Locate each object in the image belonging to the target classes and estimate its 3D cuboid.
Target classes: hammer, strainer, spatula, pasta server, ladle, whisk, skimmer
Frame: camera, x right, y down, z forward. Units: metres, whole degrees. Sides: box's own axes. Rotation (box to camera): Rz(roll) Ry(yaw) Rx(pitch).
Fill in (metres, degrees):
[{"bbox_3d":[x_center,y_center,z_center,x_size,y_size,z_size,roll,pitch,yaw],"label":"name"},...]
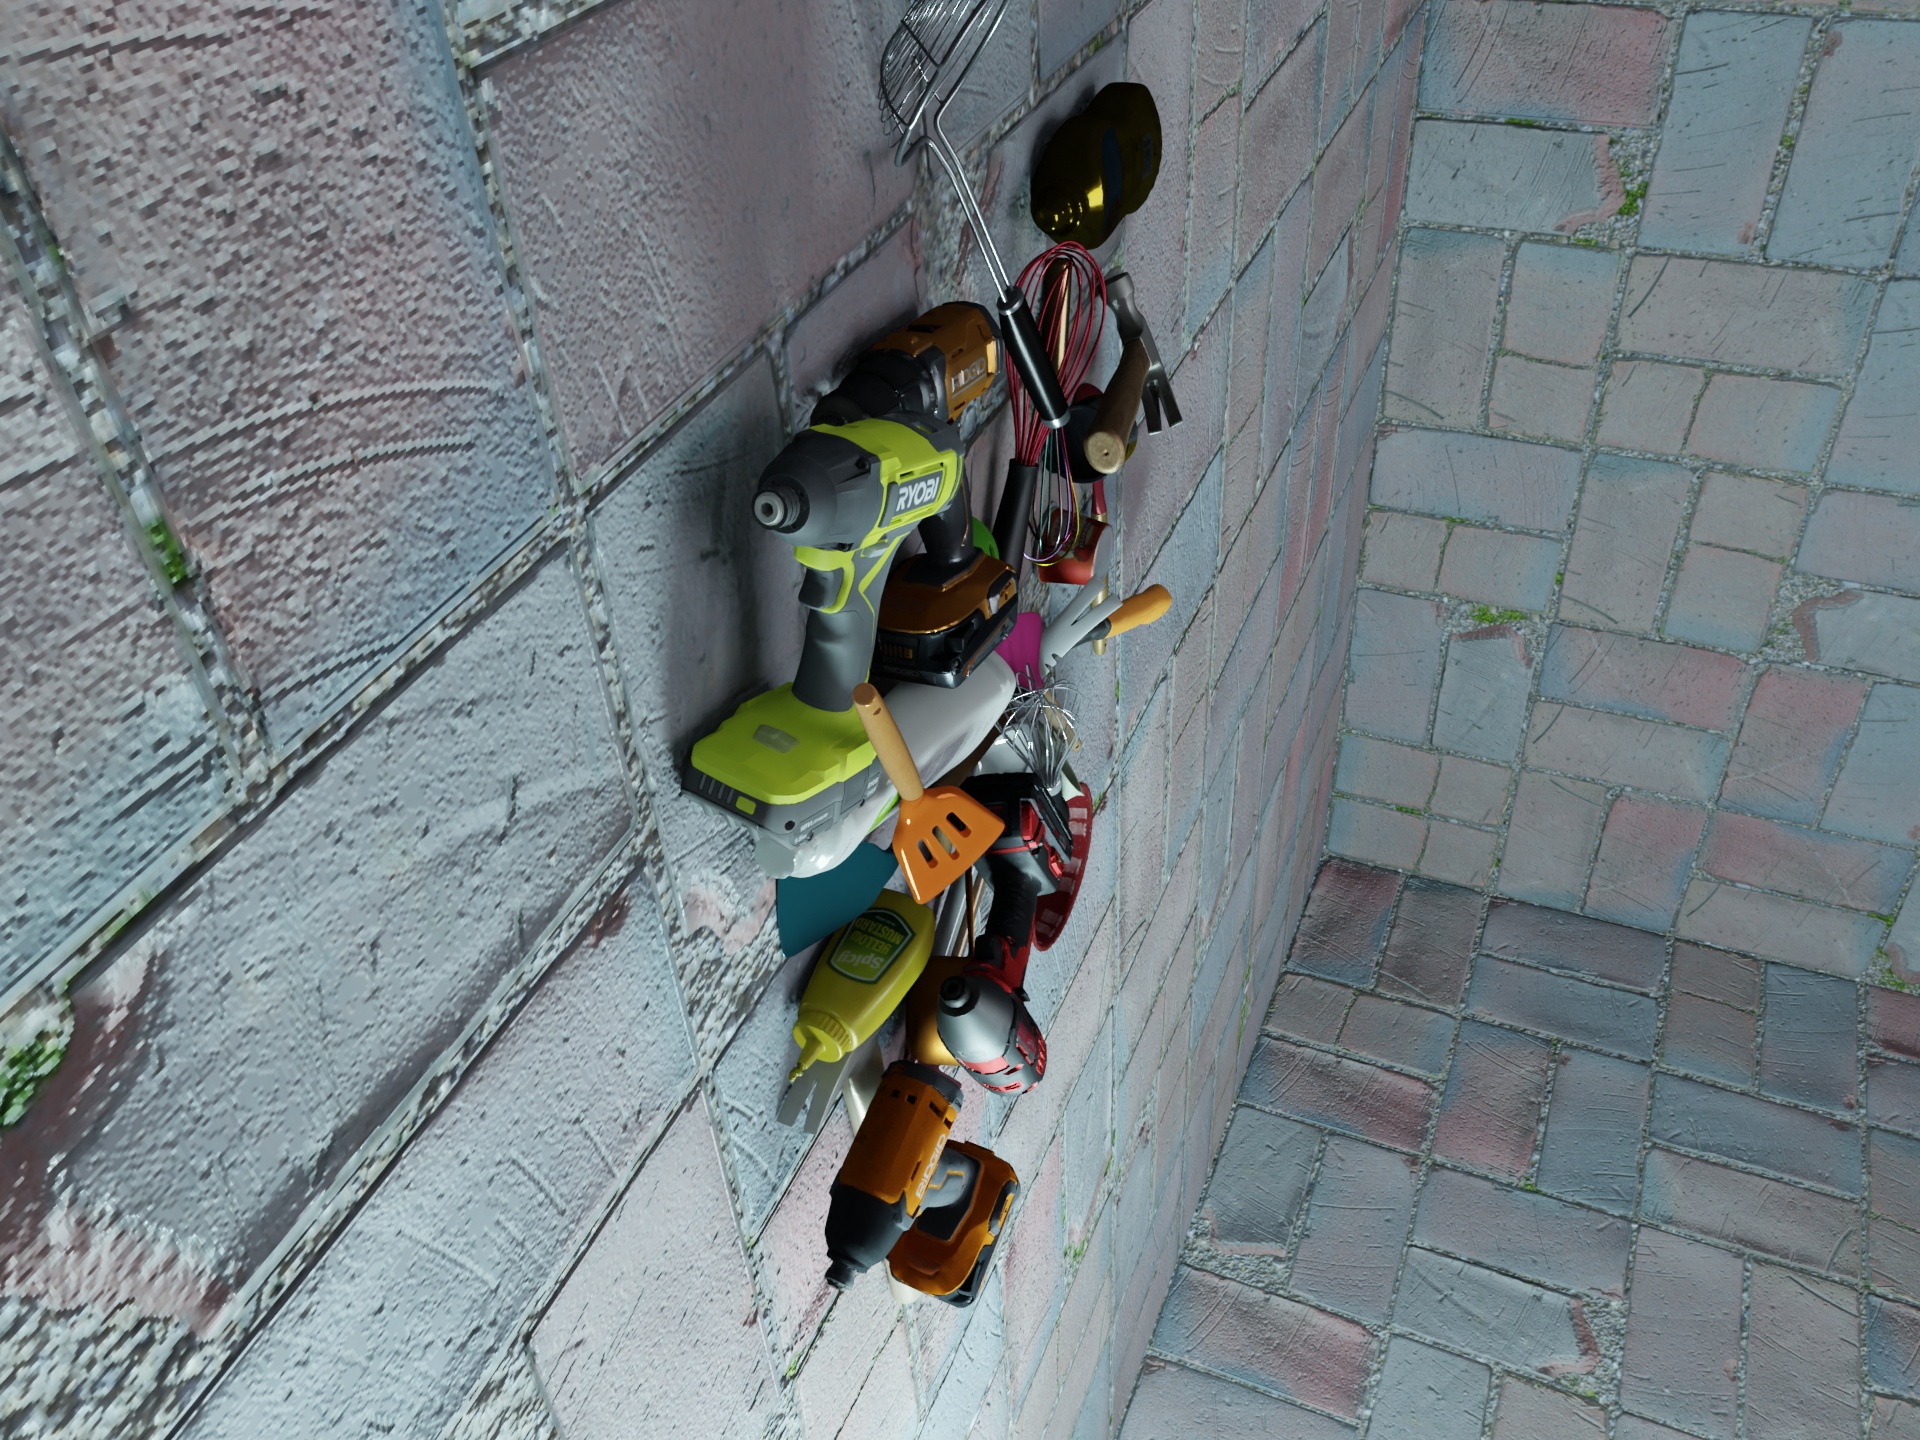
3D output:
[{"bbox_3d":[0.141,-0.096,1.466,0.127,0.034,0.337,-47,172,24],"label":"hammer"},{"bbox_3d":[0.010,0.101,1.318,0.086,0.050,0.258,12,97,-53],"label":"strainer"},{"bbox_3d":[-0.035,0.058,1.153,0.317,0.044,0.082,-48,145,-53],"label":"spatula"},{"bbox_3d":[0.005,0.188,1.361,0.040,0.060,0.316,26,70,-25],"label":"pasta server"},{"bbox_3d":[-0.068,0.369,1.276,0.410,0.038,0.146,83,29,-44],"label":"hammer"},{"bbox_3d":[0.128,-0.177,1.490,0.315,0.031,0.069,84,28,-46],"label":"ladle"},{"bbox_3d":[-0.026,0.040,0.940,0.081,0.041,0.322,-42,163,-8],"label":"spatula"},{"bbox_3d":[0.076,-0.245,1.279,0.051,0.047,0.245,-33,129,-61],"label":"whisk"},{"bbox_3d":[0.131,-0.258,1.254,0.130,0.031,0.331,63,21,-20],"label":"hammer"},{"bbox_3d":[0.068,0.035,1.272,0.284,0.070,0.070,77,31,-65],"label":"whisk"},{"bbox_3d":[0.037,-0.306,1.011,0.127,0.090,0.362,-59,147,-19],"label":"skimmer"},{"bbox_3d":[0.052,-0.216,1.213,0.073,0.073,0.295,-35,140,-62],"label":"whisk"}]

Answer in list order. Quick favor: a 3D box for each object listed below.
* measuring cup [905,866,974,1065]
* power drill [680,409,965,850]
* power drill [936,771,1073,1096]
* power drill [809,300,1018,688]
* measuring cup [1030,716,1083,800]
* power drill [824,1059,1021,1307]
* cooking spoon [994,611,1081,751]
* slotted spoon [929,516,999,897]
[{"bbox_3d":[-0.016,0.190,1.276,0.095,0.052,0.174,148,-58,-81],"label":"measuring cup"},{"bbox_3d":[-0.078,-0.051,0.864,0.171,0.080,0.223,-33,143,-60],"label":"power drill"},{"bbox_3d":[0.026,0.155,1.190,0.143,0.078,0.220,57,33,-50],"label":"power drill"},{"bbox_3d":[-0.029,-0.135,1.012,0.185,0.084,0.226,-47,141,-51],"label":"power drill"},{"bbox_3d":[0.075,0.034,1.449,0.083,0.038,0.167,57,8,-4],"label":"measuring cup"},{"bbox_3d":[-0.034,0.371,1.209,0.164,0.084,0.226,-64,152,-24],"label":"power drill"},{"bbox_3d":[0.067,-0.021,1.319,0.069,0.017,0.318,-45,159,-2],"label":"cooking spoon"},{"bbox_3d":[-0.002,-0.004,1.240,0.070,0.031,0.313,-33,134,-60],"label":"slotted spoon"}]
